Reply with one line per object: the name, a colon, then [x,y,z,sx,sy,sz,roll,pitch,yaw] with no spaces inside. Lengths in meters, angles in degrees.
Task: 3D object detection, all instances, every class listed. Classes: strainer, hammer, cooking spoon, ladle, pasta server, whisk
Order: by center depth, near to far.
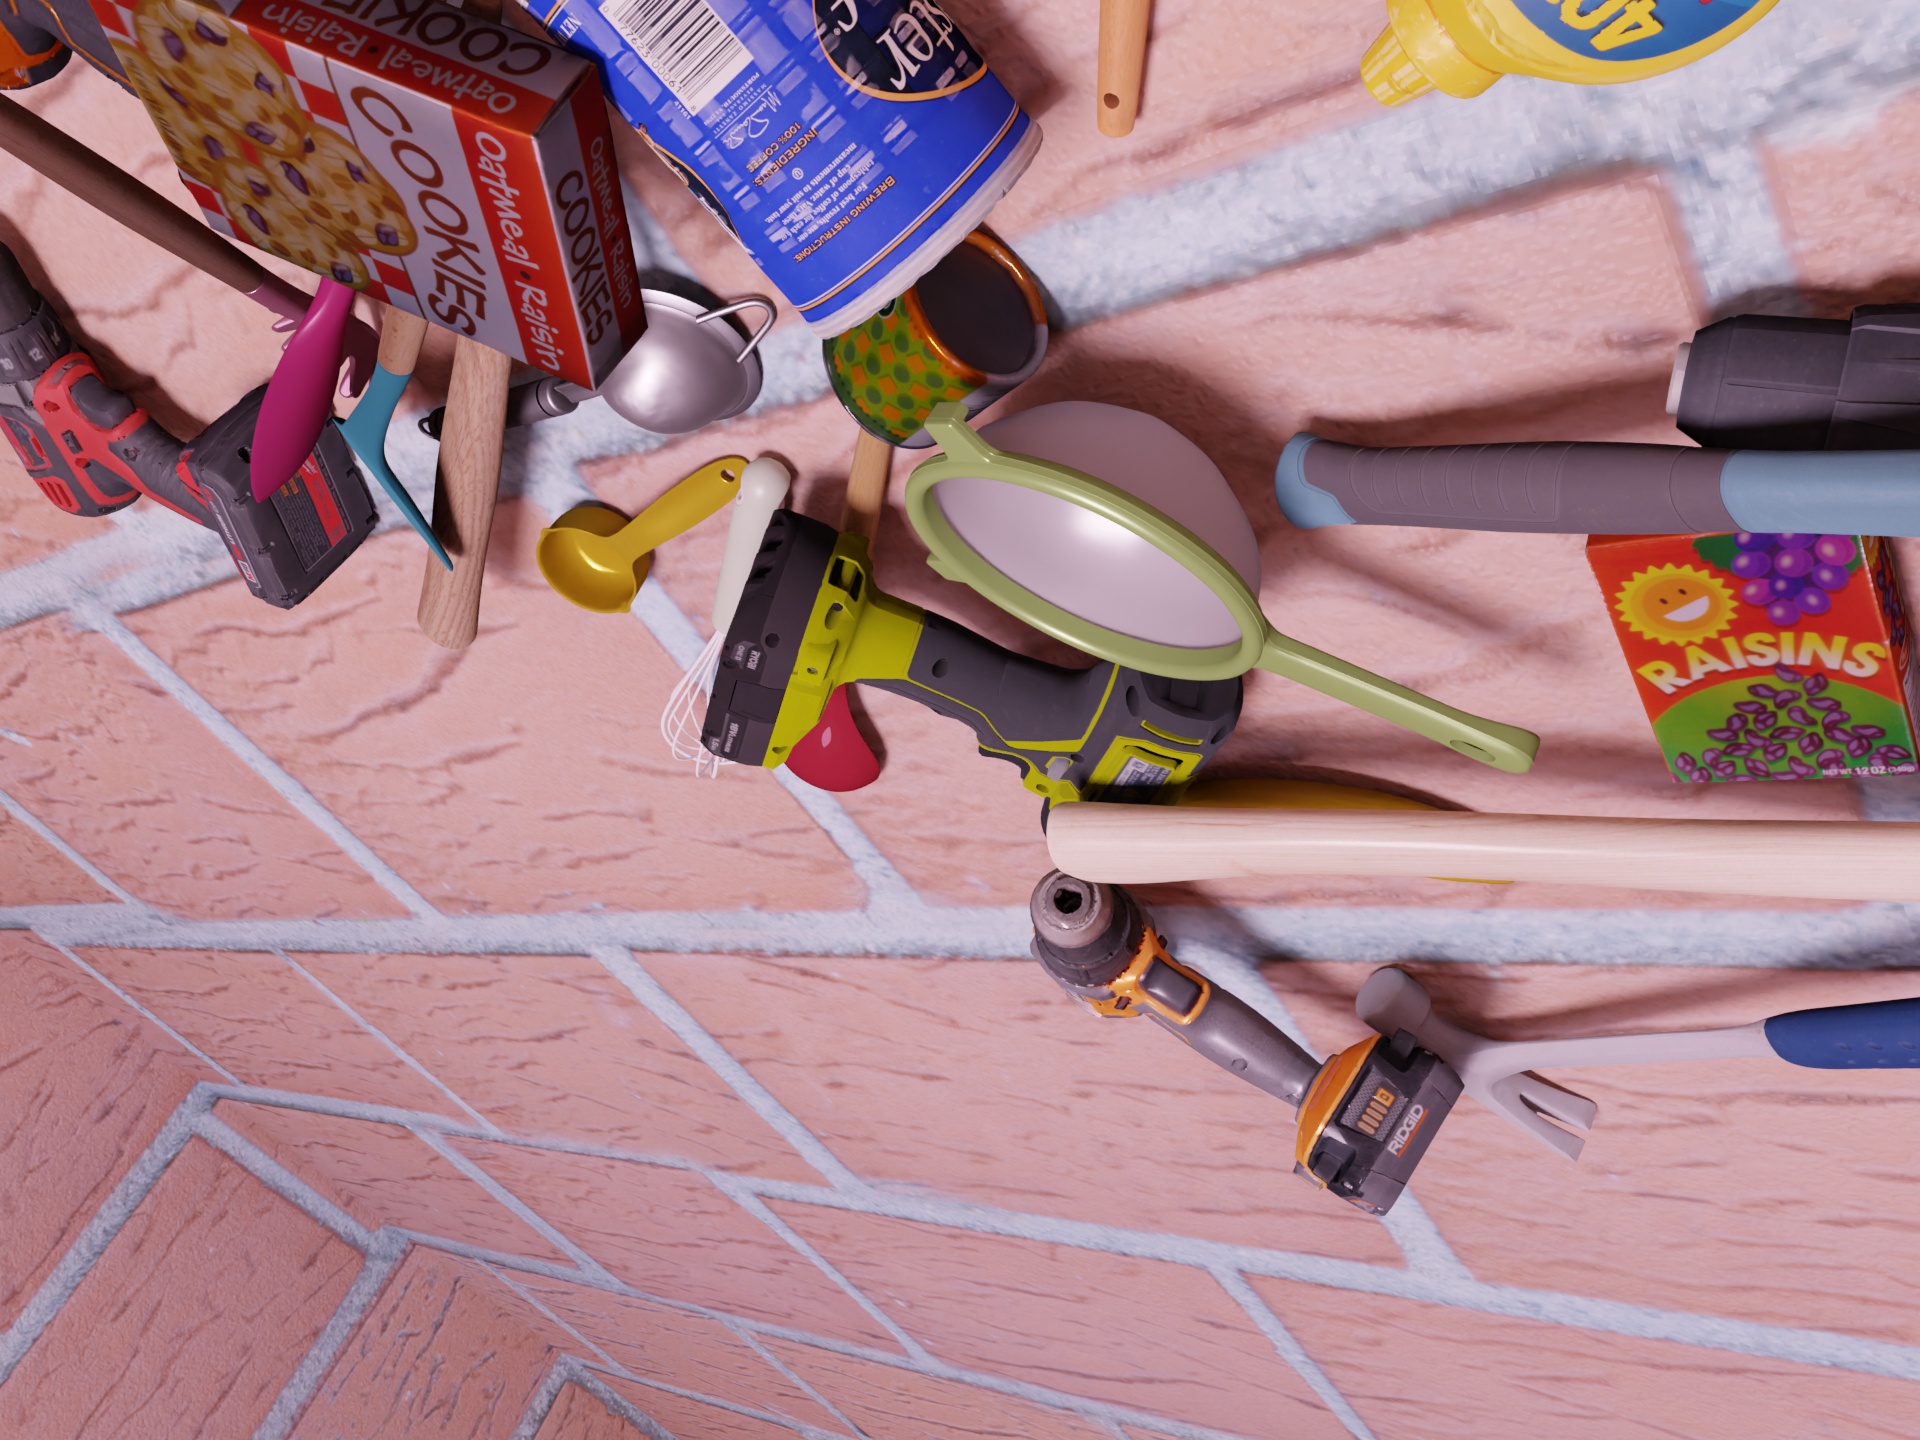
hammer: [0.219,-0.069,0.471,0.128,0.033,0.331,38,166,-32]
strainer: [0.106,-0.059,0.608,0.256,0.069,0.151,24,166,6]
hammer: [0.225,0.047,0.624,0.411,0.038,0.146,0,155,26]
cooking spoon: [-0.242,-0.201,0.638,0.017,0.069,0.318,30,132,-10]
pasta server: [-0.319,-0.190,0.667,0.060,0.040,0.316,39,-179,9]
hammer: [0.350,0.141,0.685,0.144,0.035,0.405,37,155,-12]
hammer: [-0.226,-0.135,0.744,0.130,0.031,0.331,46,143,11]
strainer: [-0.183,-0.151,0.745,0.258,0.050,0.086,-1,150,42]
ladle: [-0.058,-0.050,0.796,0.069,0.031,0.315,24,144,6]
whisk: [-0.117,-0.047,0.827,0.059,0.058,0.246,11,143,-9]

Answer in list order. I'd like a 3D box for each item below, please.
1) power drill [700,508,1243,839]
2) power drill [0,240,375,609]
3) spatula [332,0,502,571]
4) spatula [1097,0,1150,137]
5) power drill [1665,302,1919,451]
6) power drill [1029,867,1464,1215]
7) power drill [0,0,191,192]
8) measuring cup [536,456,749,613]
power drill: [-0.001,-0.002,0.751,0.223,0.080,0.171,19,145,-5]
power drill: [-0.457,-0.171,0.886,0.227,0.080,0.187,21,145,17]
spatula: [-0.224,-0.173,0.668,0.082,0.044,0.317,50,139,8]
spatula: [0.046,-0.289,0.399,0.081,0.041,0.322,18,145,14]
power drill: [0.280,-0.120,0.381,0.191,0.080,0.228,13,160,24]
power drill: [0.133,0.152,0.803,0.226,0.084,0.185,31,170,21]
power drill: [-0.340,-0.300,0.629,0.226,0.084,0.164,29,145,8]
measuring cup: [-0.155,-0.103,0.806,0.156,0.029,0.062,-25,120,36]
